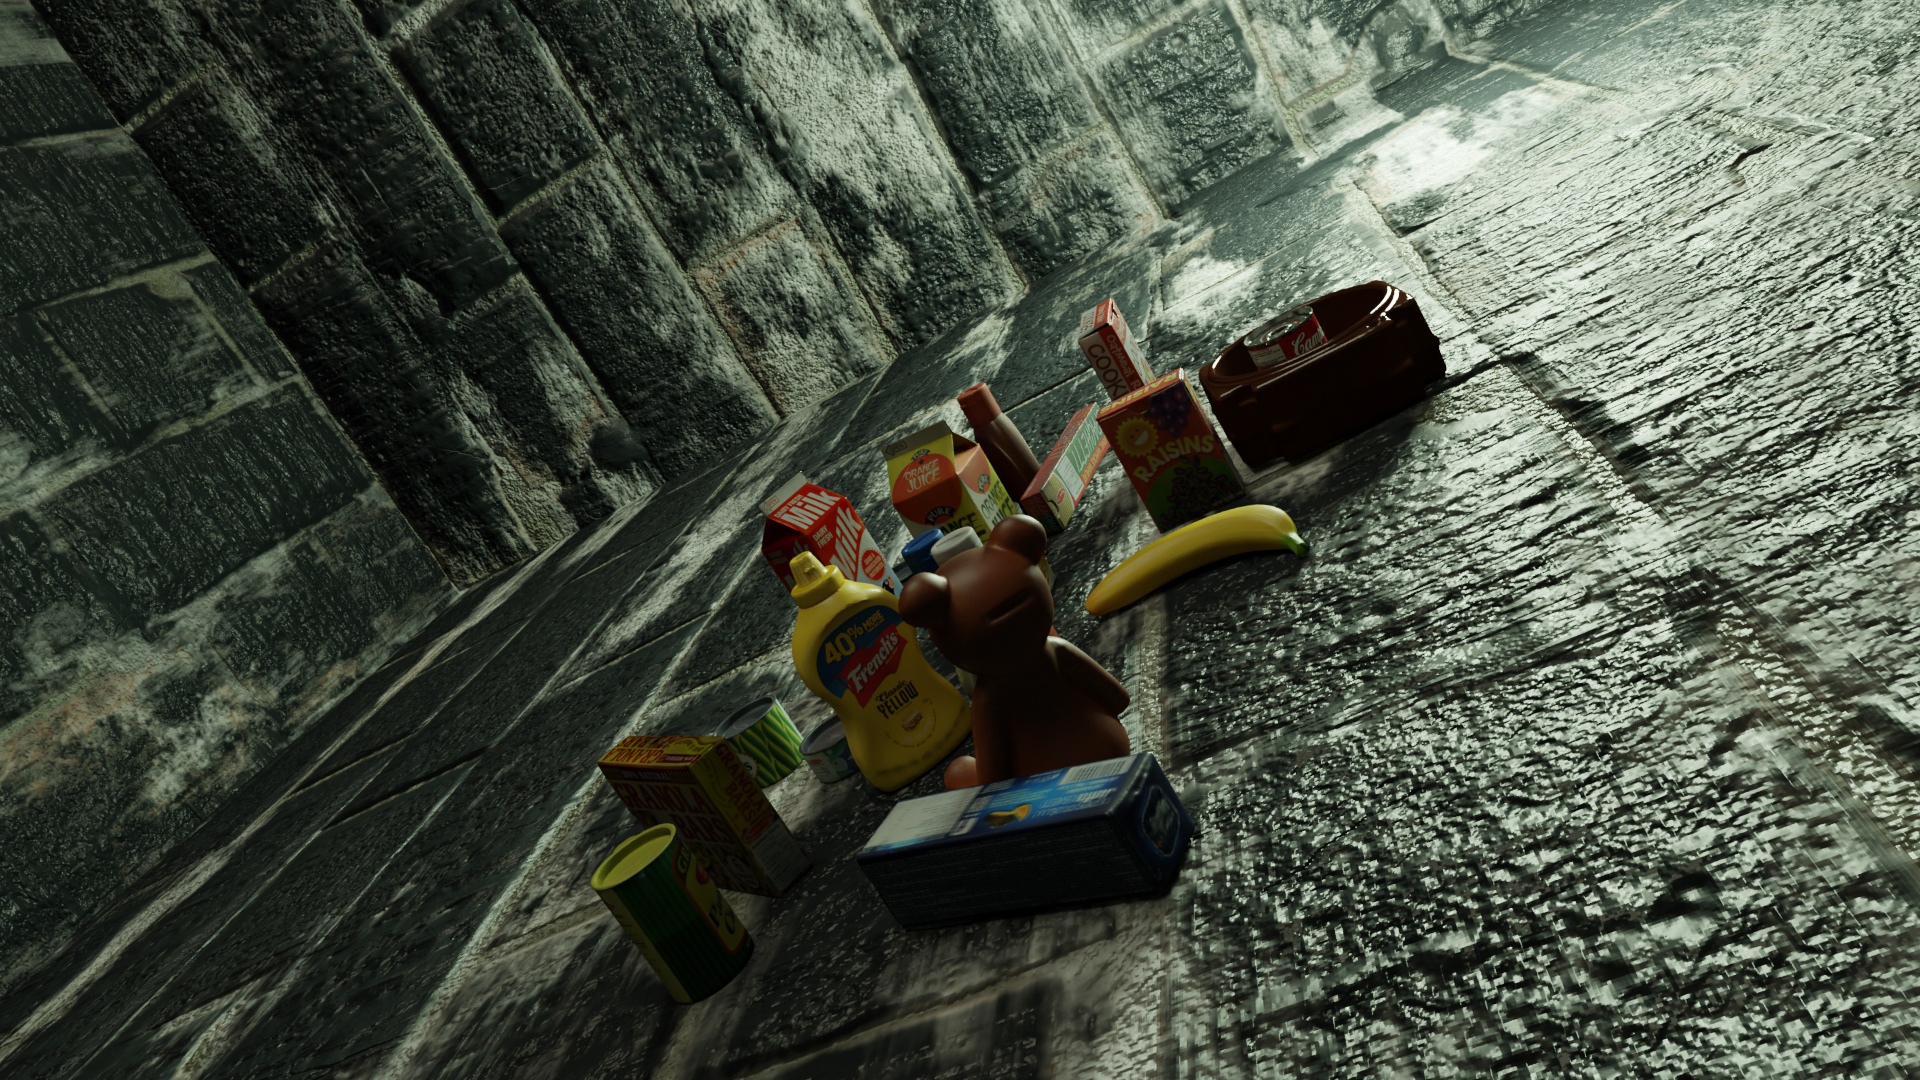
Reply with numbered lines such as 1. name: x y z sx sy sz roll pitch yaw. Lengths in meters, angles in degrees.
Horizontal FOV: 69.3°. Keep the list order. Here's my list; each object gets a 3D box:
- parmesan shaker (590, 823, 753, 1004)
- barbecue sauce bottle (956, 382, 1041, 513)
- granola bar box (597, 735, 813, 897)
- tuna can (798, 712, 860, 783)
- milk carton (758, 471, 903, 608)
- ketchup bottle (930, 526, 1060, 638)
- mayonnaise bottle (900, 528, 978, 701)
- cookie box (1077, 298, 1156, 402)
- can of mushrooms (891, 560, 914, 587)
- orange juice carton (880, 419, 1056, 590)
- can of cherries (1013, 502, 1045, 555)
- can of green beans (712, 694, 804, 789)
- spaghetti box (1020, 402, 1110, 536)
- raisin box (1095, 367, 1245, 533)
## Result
1. parmesan shaker: -0.196 0.254 0.951 0.071 0.103 0.071 -29 15 9
2. barbecue sauce bottle: 0.047 -0.102 1.529 0.044 0.148 0.065 -38 16 -25
3. granola bar box: -0.199 0.208 1.062 0.039 0.124 0.165 -41 18 -34
4. tuna can: -0.097 0.169 1.166 0.071 0.032 0.071 -29 15 9
5. milk carton: -0.127 0.027 1.371 0.073 0.190 0.073 -17 20 42
6. ketchup bottle: 0.030 0.060 1.051 0.064 0.148 0.044 -26 16 18
7. mayonnaise bottle: 0.006 0.061 1.095 0.065 0.147 0.041 -37 16 -20
8. cookie box: 0.178 -0.158 1.422 0.040 0.167 0.123 -27 15 16
9. can of mushrooms: -0.057 0.047 1.476 0.071 0.033 0.071 -29 15 9
10. orange juice carton: 0.004 -0.016 1.254 0.071 0.192 0.073 -24 17 26
11. can of cherries: 0.043 0.005 1.372 0.071 0.058 0.072 -29 15 9
12. can of green beans: -0.178 0.180 1.237 0.071 0.057 0.071 -29 15 9
13. spaghetti box: 0.121 -0.081 1.513 0.028 0.050 0.251 -23 17 28
14. raisin box: 0.188 -0.079 1.241 0.086 0.123 0.040 -26 16 20
